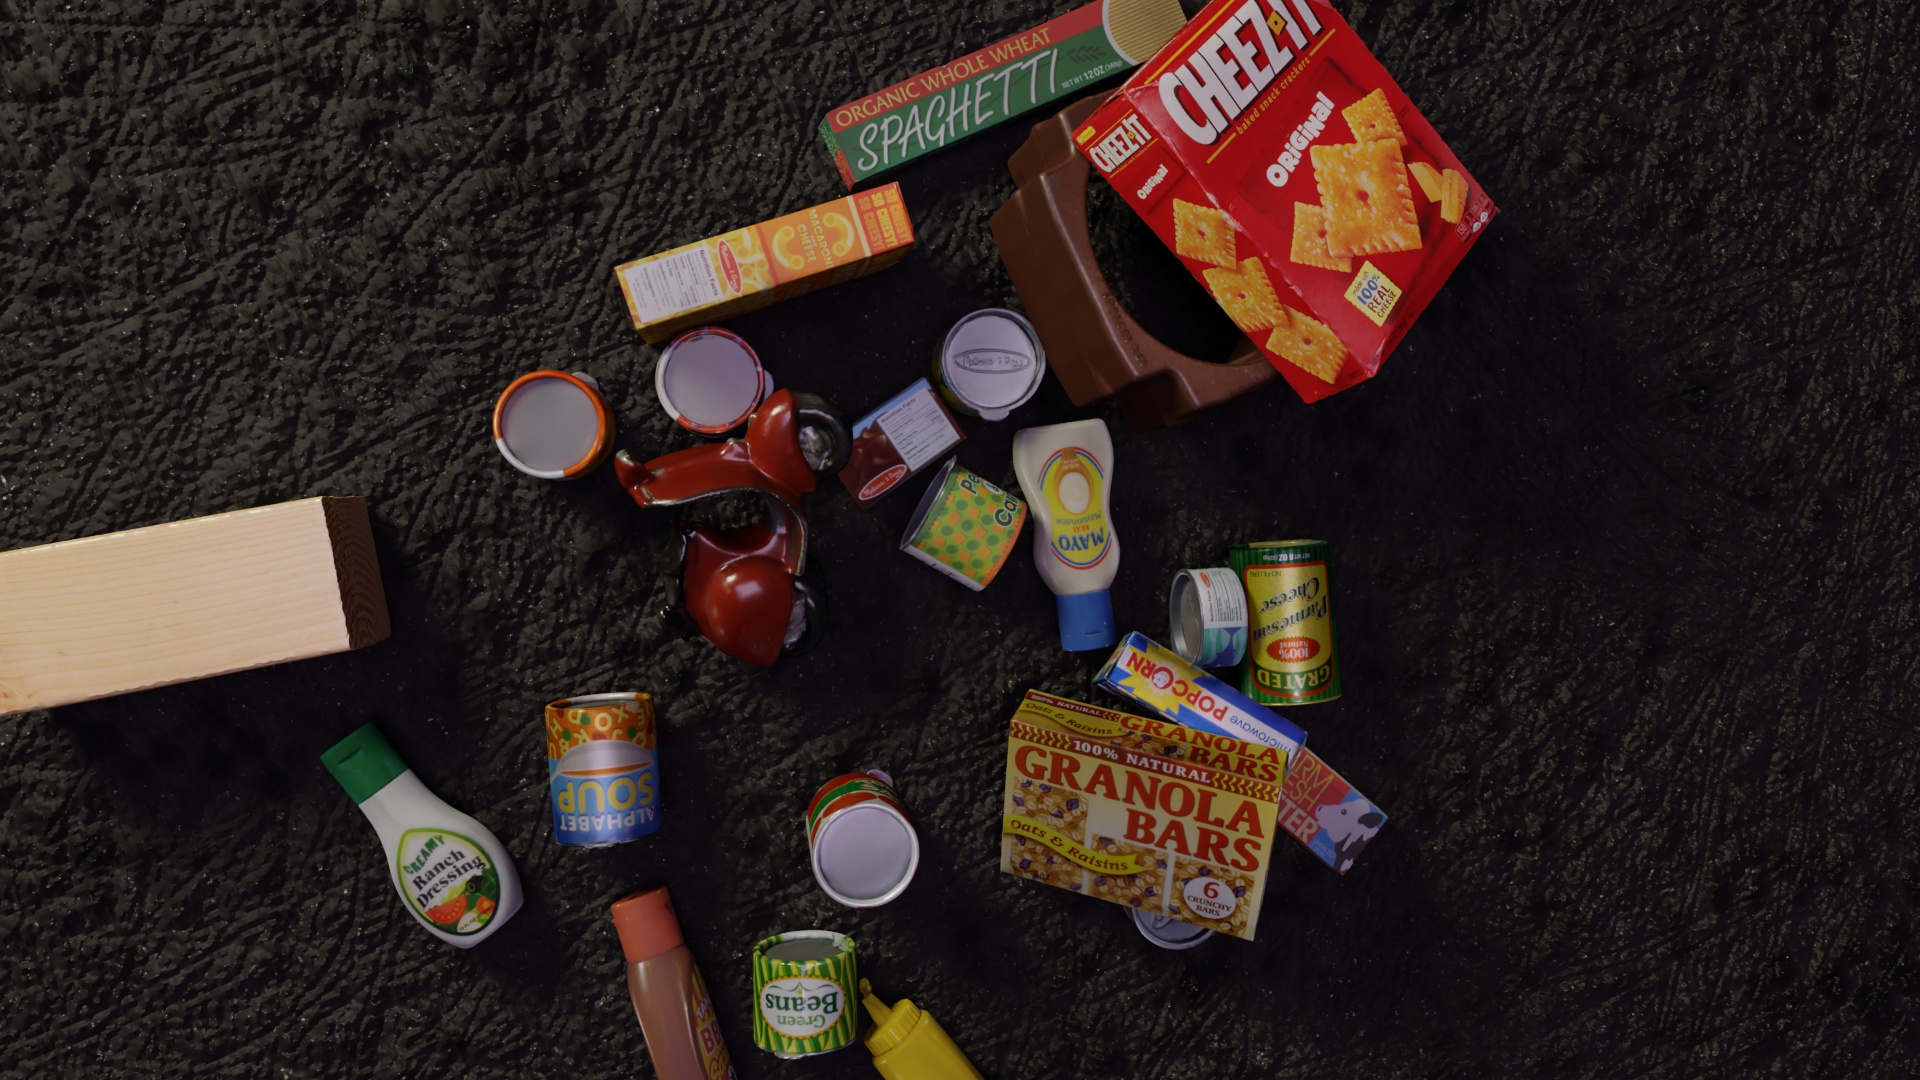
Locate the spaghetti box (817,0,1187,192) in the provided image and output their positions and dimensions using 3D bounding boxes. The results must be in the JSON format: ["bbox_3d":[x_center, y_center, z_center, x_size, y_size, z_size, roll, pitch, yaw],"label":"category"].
[{"bbox_3d":[0.031,-0.297,0.903,0.250,0.028,0.050,-25,94,-8],"label":"spaghetti box"}]

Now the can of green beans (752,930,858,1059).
[{"bbox_3d":[-0.098,0.284,0.877,0.071,0.071,0.057,-1,92,-9],"label":"can of green beans"}]

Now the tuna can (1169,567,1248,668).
[{"bbox_3d":[0.162,0.052,0.914,0.033,0.071,0.071,-2,92,-9],"label":"tuna can"}]

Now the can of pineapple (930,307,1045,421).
[{"bbox_3d":[0.016,-0.111,0.890,0.071,0.058,0.071,0,92,-8],"label":"can of pineapple"}]

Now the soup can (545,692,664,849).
[{"bbox_3d":[-0.219,0.140,0.852,0.071,0.071,0.083,-4,92,-8],"label":"soup can"}]

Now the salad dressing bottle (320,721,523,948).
[{"bbox_3d":[-0.330,0.179,0.850,0.064,0.044,0.147,-37,96,-7],"label":"salad dressing bottle"}]

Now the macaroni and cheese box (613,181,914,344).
[{"bbox_3d":[-0.117,-0.164,0.835,0.167,0.124,0.040,-19,97,-8],"label":"macaroni and cheese box"}]

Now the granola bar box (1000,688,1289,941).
[{"bbox_3d":[0.111,0.169,0.863,0.165,0.039,0.123,12,120,17],"label":"granola bar box"}]

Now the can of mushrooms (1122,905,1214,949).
[{"bbox_3d":[0.140,0.234,0.929,0.071,0.033,0.071,0,92,-8],"label":"can of mushrooms"}]

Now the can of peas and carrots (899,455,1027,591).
[{"bbox_3d":[0.003,-0.011,0.885,0.059,0.071,0.071,30,87,-9],"label":"can of peas and carrots"}]

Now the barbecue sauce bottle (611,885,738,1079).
[{"bbox_3d":[-0.179,0.293,0.869,0.044,0.065,0.148,-20,85,1],"label":"barbecue sauce bottle"}]

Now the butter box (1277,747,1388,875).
[{"bbox_3d":[0.235,0.175,0.947,0.103,0.024,0.053,40,85,-8],"label":"butter box"}]

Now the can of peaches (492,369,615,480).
[{"bbox_3d":[-0.247,-0.072,0.850,0.071,0.058,0.071,0,92,-8],"label":"can of peaches"}]

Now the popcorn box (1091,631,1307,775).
[{"bbox_3d":[0.151,0.107,0.889,0.127,0.085,0.038,31,84,4],"label":"popcorn box"}]

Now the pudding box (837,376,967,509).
[{"bbox_3d":[-0.044,-0.063,0.896,0.084,0.030,0.049,-36,97,-6],"label":"pudding box"}]

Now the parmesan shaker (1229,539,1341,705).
[{"bbox_3d":[0.212,0.053,0.920,0.071,0.071,0.103,-5,92,-8],"label":"parmesan shaker"}]

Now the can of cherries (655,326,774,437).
[{"bbox_3d":[-0.152,-0.099,0.864,0.071,0.058,0.071,0,92,-8],"label":"can of cherries"}]

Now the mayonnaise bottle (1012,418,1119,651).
[{"bbox_3d":[0.075,-0.003,0.909,0.065,0.041,0.148,-9,92,-10],"label":"mayonnaise bottle"}]

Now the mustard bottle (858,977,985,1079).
[{"bbox_3d":[-0.017,0.346,0.894,0.049,0.065,0.160,-39,91,-11],"label":"mustard bottle"}]

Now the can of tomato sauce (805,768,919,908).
[{"bbox_3d":[-0.061,0.185,0.872,0.071,0.083,0.071,0,92,-8],"label":"can of tomato sauce"}]
